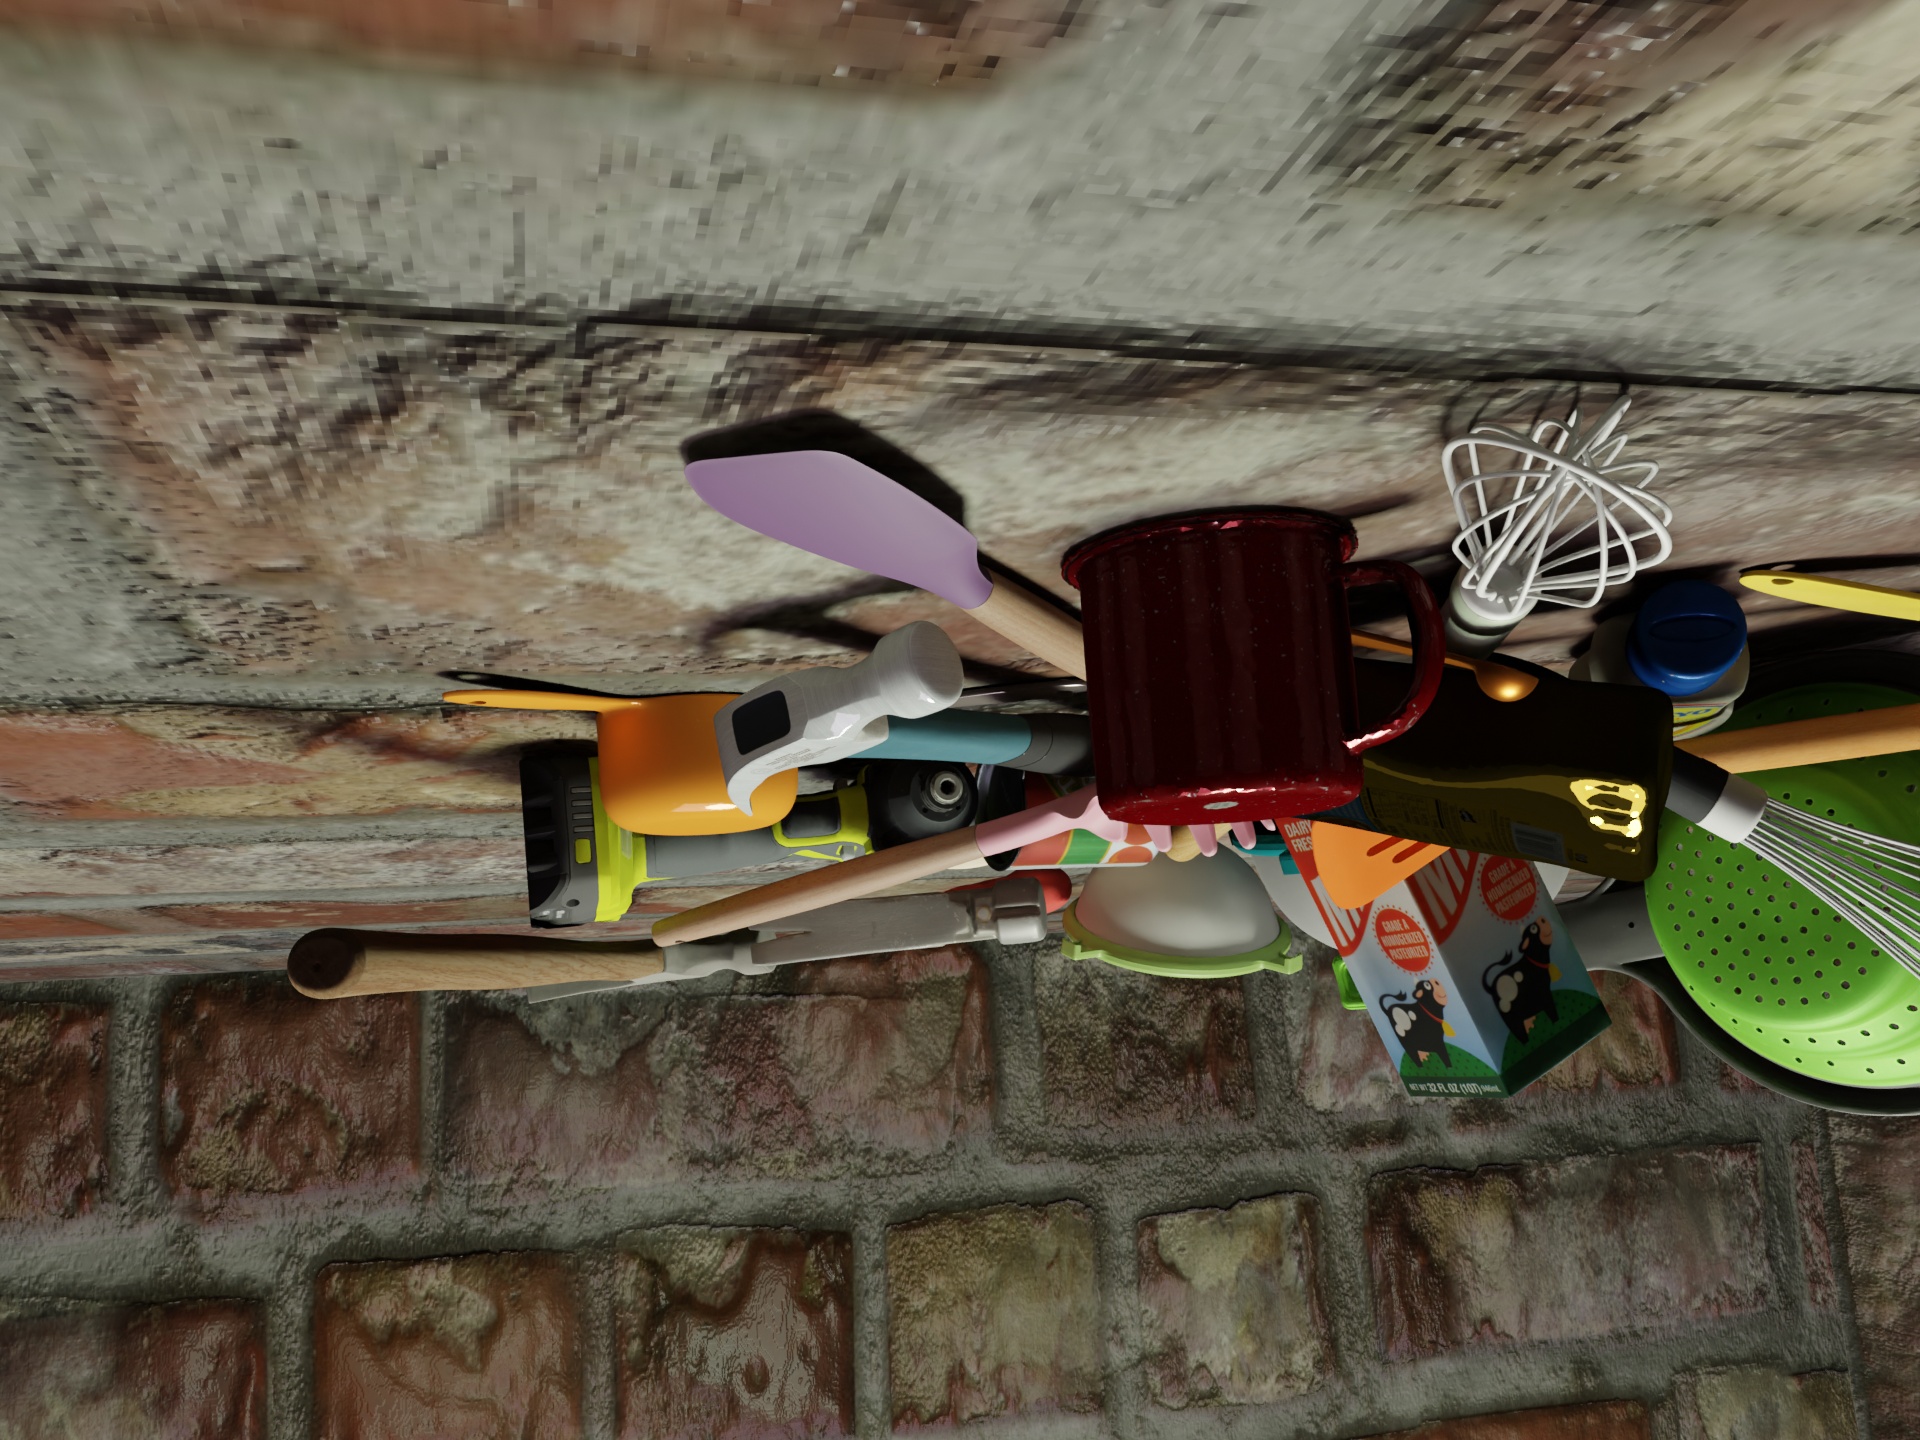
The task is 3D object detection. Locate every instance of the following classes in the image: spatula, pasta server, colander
[{"bbox_3d":[0.012,-0.037,0.514,0.060,0.018,0.315,-1,170,25],"label":"spatula"},{"bbox_3d":[-0.013,0.069,0.728,0.316,0.040,0.060,-18,155,24],"label":"pasta server"},{"bbox_3d":[0.314,0.094,0.737,0.094,0.205,0.397,-1,164,-41],"label":"colander"},{"bbox_3d":[0.302,0.021,0.626,0.322,0.041,0.080,-10,143,17],"label":"spatula"}]

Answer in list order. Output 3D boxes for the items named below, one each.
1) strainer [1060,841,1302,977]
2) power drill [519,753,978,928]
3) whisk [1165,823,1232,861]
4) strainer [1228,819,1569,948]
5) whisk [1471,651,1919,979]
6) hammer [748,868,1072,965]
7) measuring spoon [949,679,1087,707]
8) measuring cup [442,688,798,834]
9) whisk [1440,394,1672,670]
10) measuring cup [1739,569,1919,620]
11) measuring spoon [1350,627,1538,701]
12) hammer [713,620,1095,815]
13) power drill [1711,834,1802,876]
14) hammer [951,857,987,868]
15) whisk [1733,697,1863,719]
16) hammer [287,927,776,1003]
[{"bbox_3d":[0.149,0.097,1.100,0.151,0.069,0.256,3,-165,4],"label":"strainer"},{"bbox_3d":[-0.107,0.053,0.811,0.223,0.080,0.171,-4,170,-15],"label":"power drill"},{"bbox_3d":[0.139,0.027,0.728,0.051,0.047,0.245,36,159,3],"label":"whisk"},{"bbox_3d":[0.339,0.081,0.959,0.340,0.095,0.211,-10,-179,0],"label":"strainer"},{"bbox_3d":[0.311,0.047,0.578,0.285,0.070,0.070,30,175,12],"label":"whisk"},{"bbox_3d":[0.003,0.108,0.940,0.149,0.037,0.359,-7,175,12],"label":"hammer"},{"bbox_3d":[-0.001,-0.002,0.692,0.124,0.018,0.034,-8,168,15],"label":"measuring spoon"},{"bbox_3d":[-0.139,0.018,0.661,0.095,0.052,0.173,-11,169,36],"label":"measuring cup"},{"bbox_3d":[0.162,-0.044,0.478,0.059,0.058,0.246,30,179,13],"label":"whisk"},{"bbox_3d":[0.355,-0.050,0.566,0.156,0.029,0.062,9,169,-1],"label":"measuring cup"},{"bbox_3d":[0.133,-0.023,0.528,0.117,0.011,0.021,17,-179,37],"label":"measuring spoon"},{"bbox_3d":[0.027,0.008,0.665,0.128,0.033,0.330,-20,166,31],"label":"hammer"},{"bbox_3d":[0.597,0.047,1.007,0.227,0.080,0.187,-12,167,25],"label":"power drill"},{"bbox_3d":[0.091,0.054,0.977,0.146,0.038,0.410,5,166,-33],"label":"hammer"},{"bbox_3d":[0.472,0.002,0.802,0.239,0.055,0.055,5,167,-21],"label":"whisk"},{"bbox_3d":[-0.209,0.118,0.776,0.130,0.031,0.331,-10,170,14],"label":"hammer"}]
